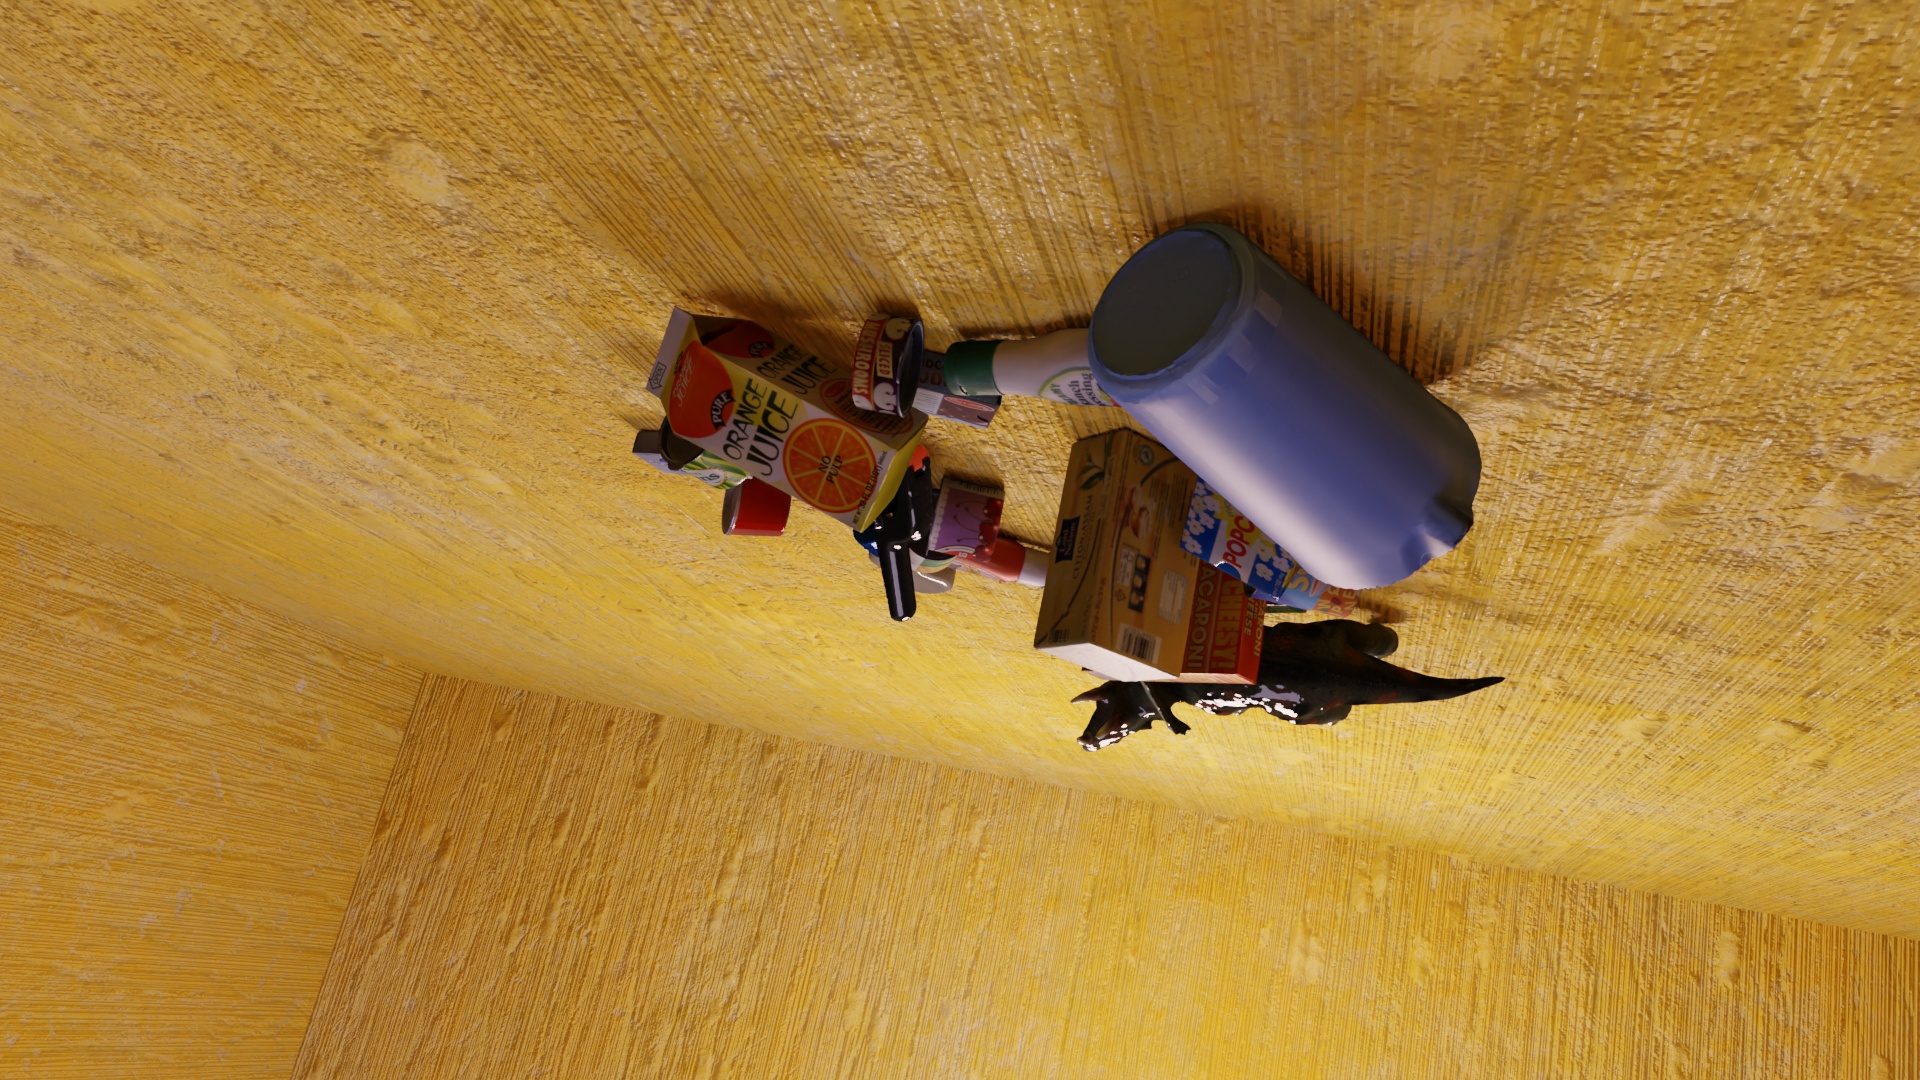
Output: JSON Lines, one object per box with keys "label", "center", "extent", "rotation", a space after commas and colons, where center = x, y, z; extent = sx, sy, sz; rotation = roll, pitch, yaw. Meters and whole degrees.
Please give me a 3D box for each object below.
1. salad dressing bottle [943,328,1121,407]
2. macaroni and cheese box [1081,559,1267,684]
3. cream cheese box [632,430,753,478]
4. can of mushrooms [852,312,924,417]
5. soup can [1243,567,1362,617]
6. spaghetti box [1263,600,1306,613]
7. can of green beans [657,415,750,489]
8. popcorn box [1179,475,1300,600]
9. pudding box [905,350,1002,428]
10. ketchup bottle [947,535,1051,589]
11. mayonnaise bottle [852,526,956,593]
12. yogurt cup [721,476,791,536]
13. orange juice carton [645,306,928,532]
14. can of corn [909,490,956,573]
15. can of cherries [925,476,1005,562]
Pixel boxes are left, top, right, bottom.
{"label": "salad dressing bottle", "center": [0.061, -0.112, 0.901], "extent": [0.147, 0.044, 0.064], "rotation": [4, 160, 29]}
{"label": "macaroni and cheese box", "center": [0.195, 0.064, 1.252], "extent": [0.166, 0.124, 0.040], "rotation": [-3, 160, 42]}
{"label": "cream cheese box", "center": [-0.243, -0.079, 1.276], "extent": [0.104, 0.024, 0.053], "rotation": [4, 163, 27]}
{"label": "can of mushrooms", "center": [-0.048, -0.117, 0.922], "extent": [0.033, 0.071, 0.071], "rotation": [12, 164, 9]}
{"label": "soup can", "center": [0.285, 0.023, 1.149], "extent": [0.084, 0.071, 0.071], "rotation": [13, 164, -2]}
{"label": "spaghetti box", "center": [0.210, 0.042, 1.298], "extent": [0.250, 0.050, 0.028], "rotation": [-3, 159, 42]}
{"label": "can of green beans", "center": [-0.209, -0.083, 1.161], "extent": [0.071, 0.071, 0.057], "rotation": [1, 160, 34]}
{"label": "popcorn box", "center": [0.209, -0.024, 0.982], "extent": [0.085, 0.038, 0.126], "rotation": [30, 148, 18]}
{"label": "pudding box", "center": [-0.014, -0.109, 0.990], "extent": [0.084, 0.030, 0.049], "rotation": [14, 163, -5]}
{"label": "ketchup bottle", "center": [0.023, 0.013, 1.353], "extent": [0.149, 0.043, 0.064], "rotation": [15, 172, -9]}
{"label": "mayonnaise bottle", "center": [-0.060, 0.013, 1.422], "extent": [0.065, 0.041, 0.148], "rotation": [2, 160, 26]}
{"label": "yogurt cup", "center": [-0.193, -0.035, 1.321], "extent": [0.054, 0.072, 0.072], "rotation": [10, 165, -20]}
{"label": "orange juice carton", "center": [-0.127, -0.090, 0.967], "extent": [0.193, 0.071, 0.073], "rotation": [28, -151, 5]}
{"label": "can of corn", "center": [-0.025, -0.008, 1.281], "extent": [0.071, 0.071, 0.058], "rotation": [15, 164, -8]}
{"label": "can of cherries", "center": [0.004, -0.015, 1.220], "extent": [0.058, 0.071, 0.071], "rotation": [12, 164, -2]}
